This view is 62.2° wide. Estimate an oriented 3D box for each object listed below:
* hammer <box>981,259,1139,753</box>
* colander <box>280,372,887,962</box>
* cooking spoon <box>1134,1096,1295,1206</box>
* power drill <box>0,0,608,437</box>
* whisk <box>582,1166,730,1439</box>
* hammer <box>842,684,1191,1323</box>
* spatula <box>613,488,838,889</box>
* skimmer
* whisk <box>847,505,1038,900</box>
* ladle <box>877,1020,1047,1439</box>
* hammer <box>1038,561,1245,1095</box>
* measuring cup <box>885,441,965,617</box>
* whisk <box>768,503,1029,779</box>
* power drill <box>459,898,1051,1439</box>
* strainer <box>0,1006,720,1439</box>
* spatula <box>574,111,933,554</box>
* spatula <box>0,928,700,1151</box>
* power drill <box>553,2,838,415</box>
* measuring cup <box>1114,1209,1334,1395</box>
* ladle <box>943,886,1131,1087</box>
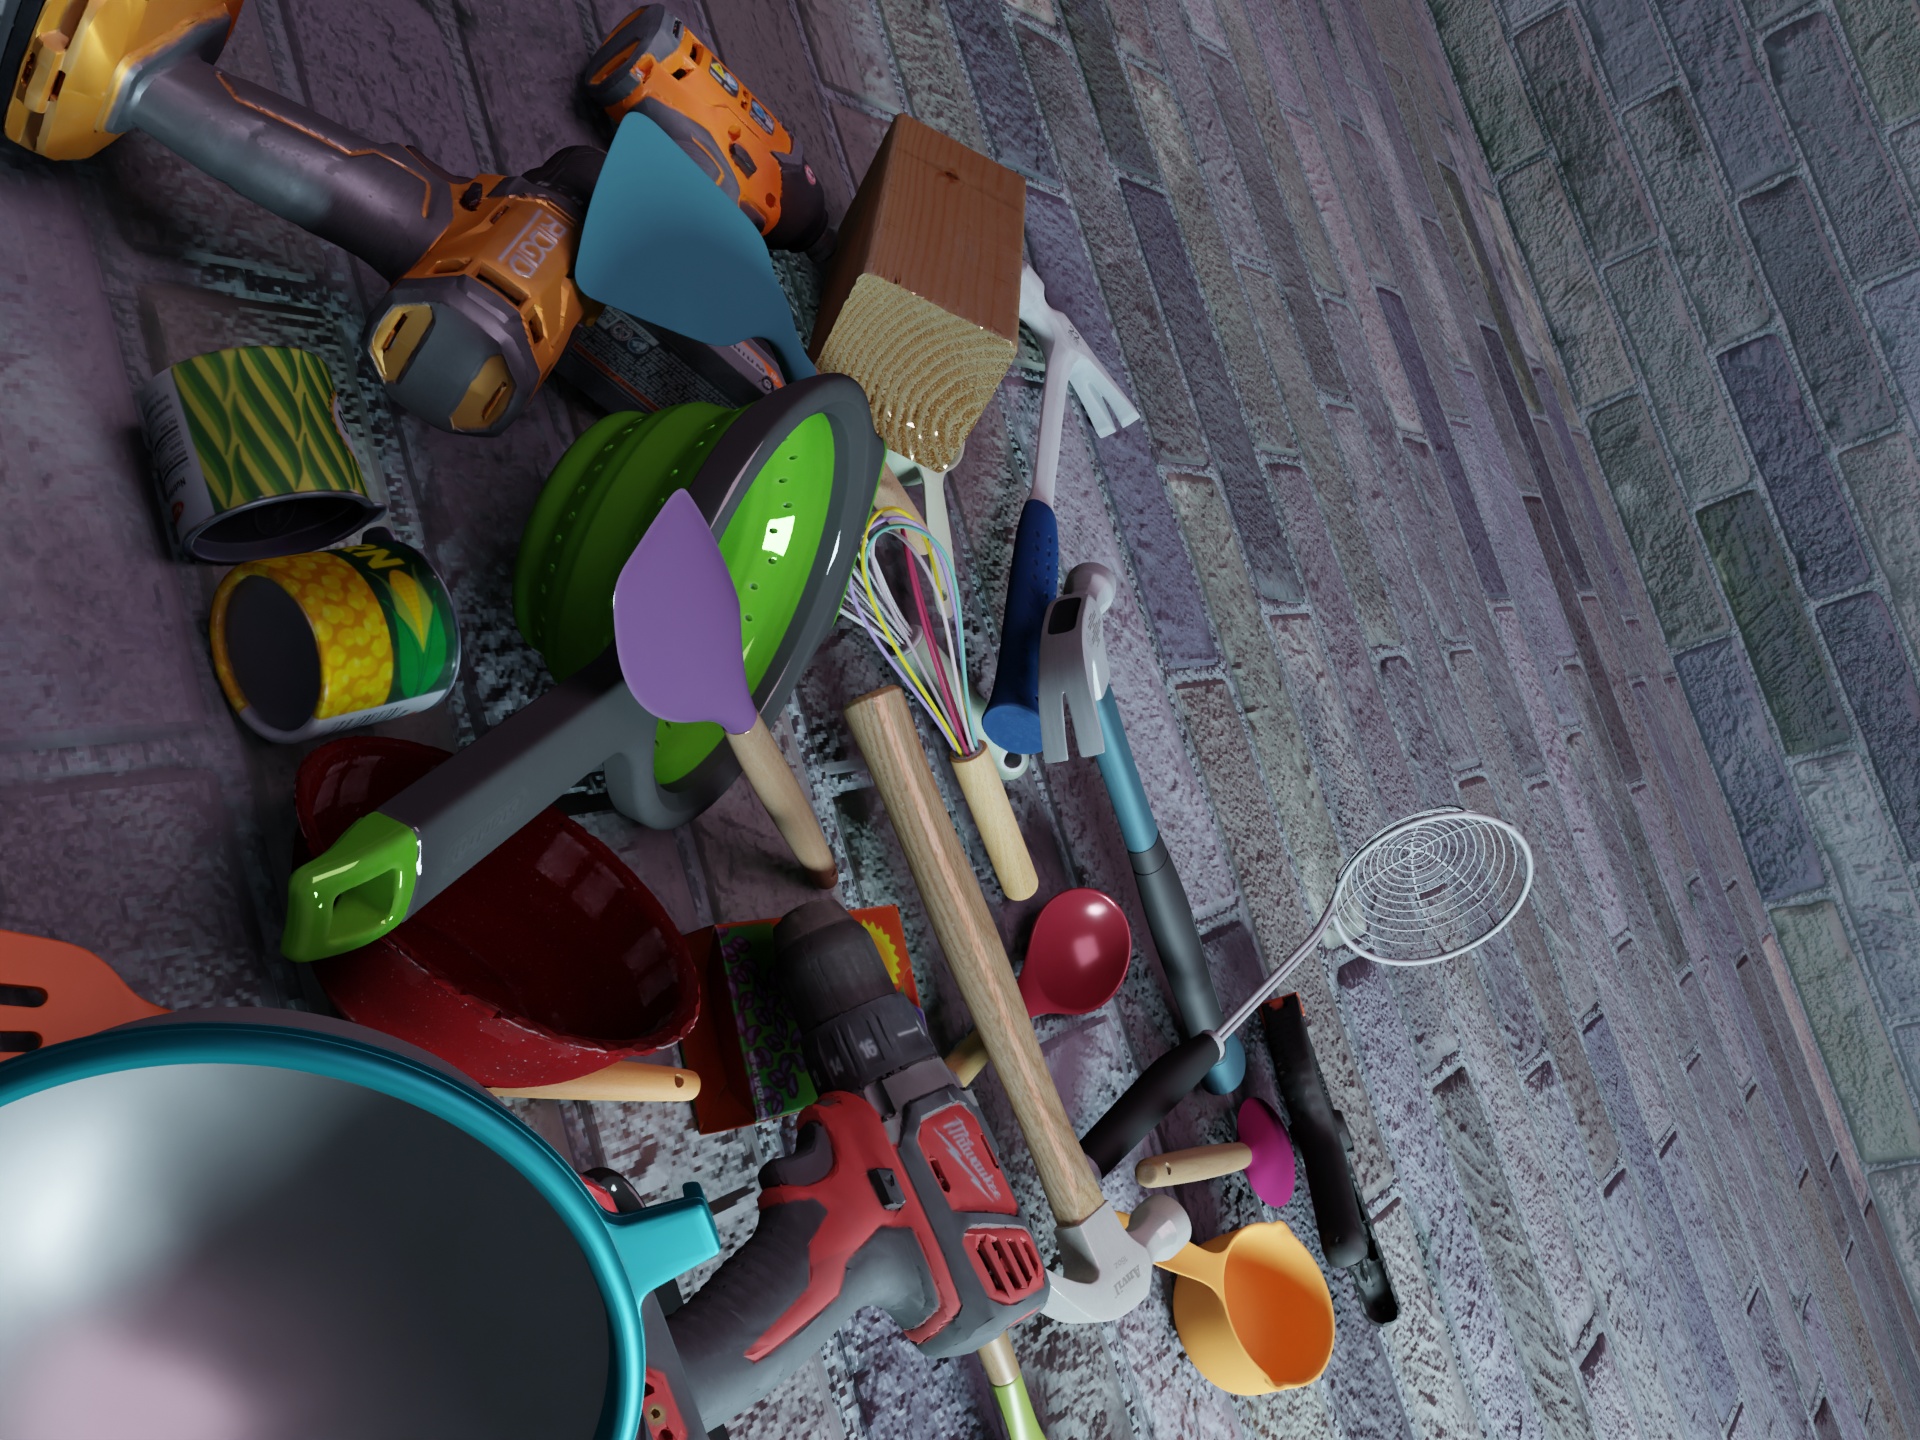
[{"bbox_3d":[0.056,-0.134,1.009,0.144,0.035,0.406,44,36,-31],"label":"hammer"},{"bbox_3d":[-0.146,-0.034,0.599,0.094,0.204,0.397,24,28,8],"label":"colander"},{"bbox_3d":[0.154,0.250,0.910,0.318,0.017,0.069,26,49,-63],"label":"cooking spoon"},{"bbox_3d":[-0.235,-0.226,0.613,0.226,0.084,0.185,34,37,-17],"label":"power drill"},{"bbox_3d":[-0.082,0.307,0.594,0.073,0.073,0.296,-14,76,-55],"label":"whisk"},{"bbox_3d":[0.015,0.140,0.793,0.130,0.031,0.331,-20,87,-52],"label":"hammer"},{"bbox_3d":[-0.084,0.012,0.637,0.060,0.018,0.315,-62,163,-19],"label":"spatula"},{"bbox_3d":[0.206,0.168,0.930,0.363,0.090,0.127,-35,135,-34],"label":"skimmer"},{"bbox_3d":[0.000,-0.004,0.839,0.047,0.051,0.244,-81,154,-57],"label":"whisk"},{"bbox_3d":[0.020,0.273,0.714,0.078,0.062,0.320,-30,103,-45],"label":"ladle"},{"bbox_3d":[0.111,0.080,0.929,0.128,0.033,0.330,-63,137,-57],"label":"hammer"},{"bbox_3d":[-0.030,-0.132,0.923,0.083,0.038,0.168,14,63,-50],"label":"measuring cup"},{"bbox_3d":[-0.036,-0.048,0.865,0.058,0.059,0.246,-49,122,-12],"label":"whisk"},{"bbox_3d":[-0.084,0.173,0.593,0.226,0.080,0.188,-12,70,-43],"label":"power drill"},{"bbox_3d":[-0.249,0.131,0.422,0.340,0.211,0.095,28,10,-17],"label":"strainer"},{"bbox_3d":[-0.074,-0.150,0.745,0.317,0.044,0.082,49,50,-64],"label":"spatula"},{"bbox_3d":[-0.214,0.119,0.549,0.322,0.041,0.081,22,56,-51],"label":"spatula"},{"bbox_3d":[-0.127,-0.242,0.817,0.164,0.084,0.227,37,42,-39],"label":"power drill"},{"bbox_3d":[0.128,0.313,0.882,0.173,0.052,0.095,30,47,-20],"label":"measuring cup"},{"bbox_3d":[0.007,0.172,0.811,0.315,0.031,0.069,-35,100,-53],"label":"ladle"}]
